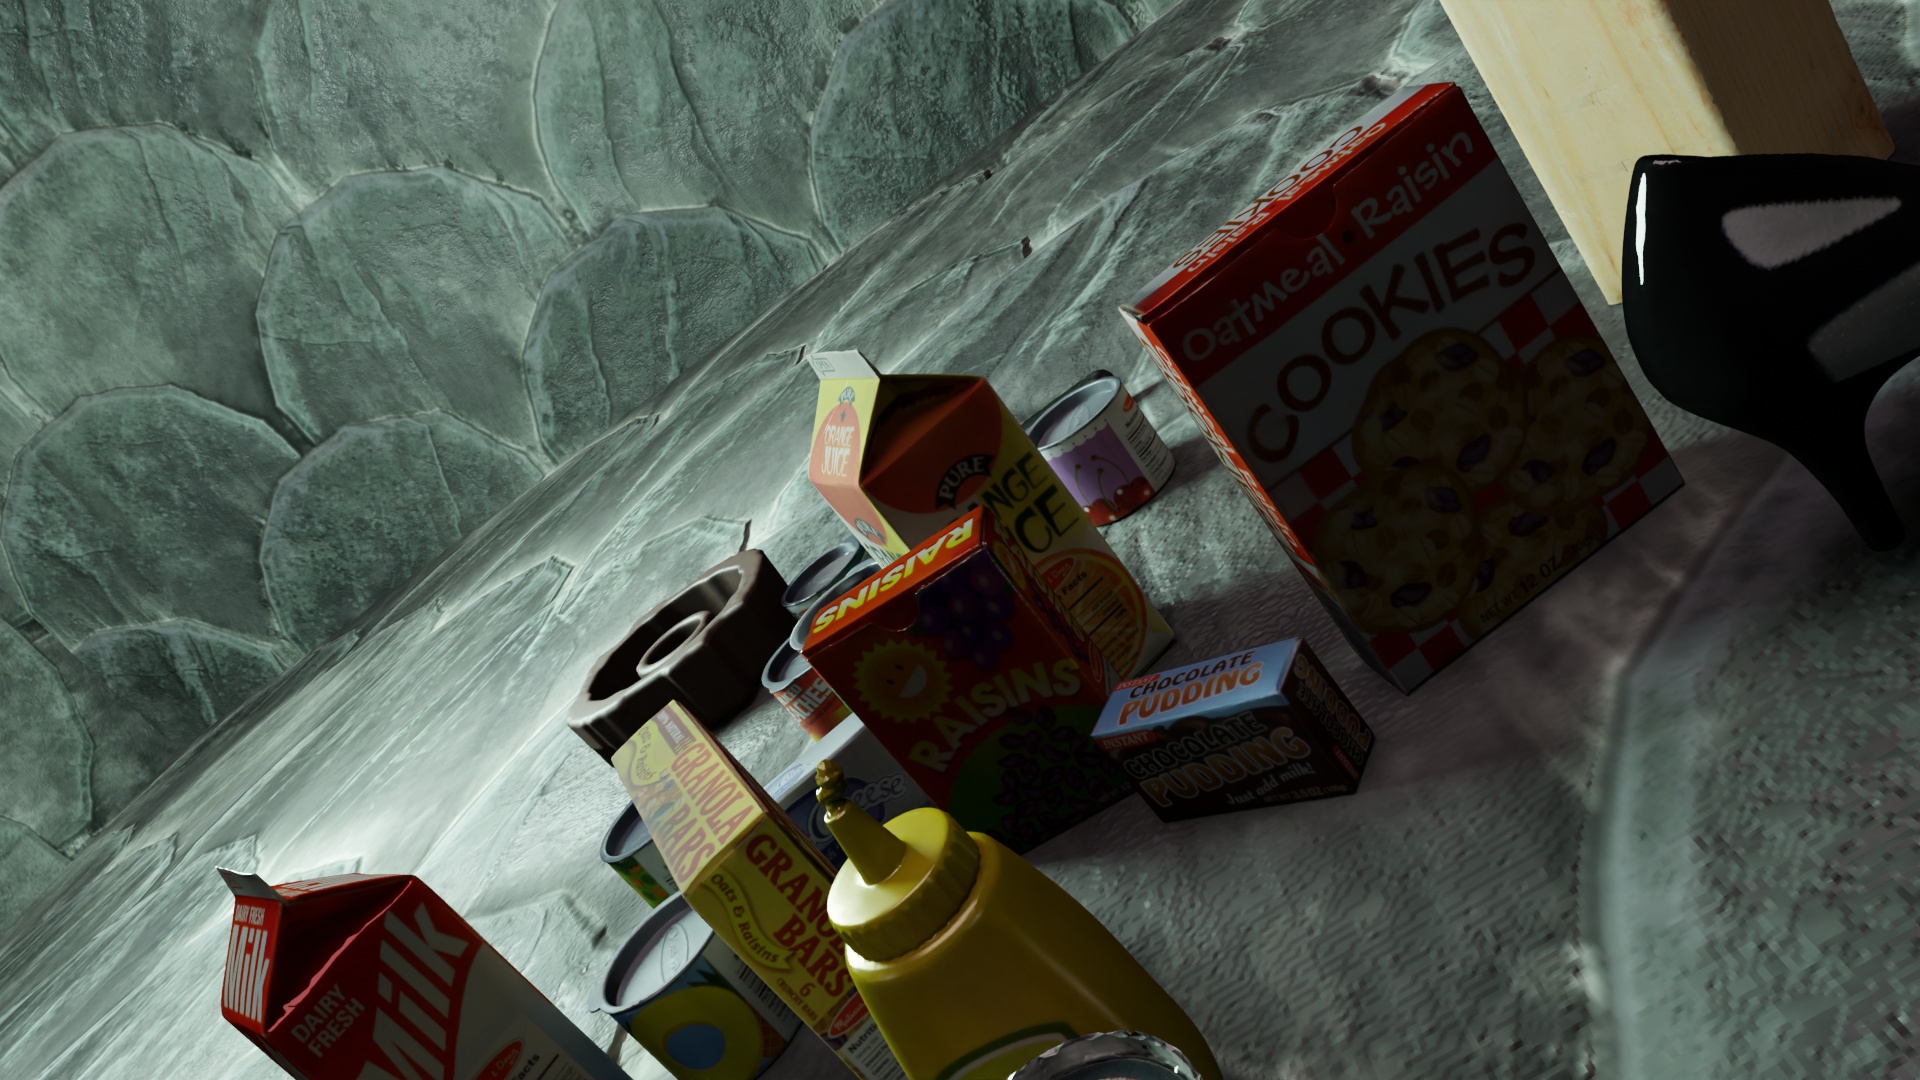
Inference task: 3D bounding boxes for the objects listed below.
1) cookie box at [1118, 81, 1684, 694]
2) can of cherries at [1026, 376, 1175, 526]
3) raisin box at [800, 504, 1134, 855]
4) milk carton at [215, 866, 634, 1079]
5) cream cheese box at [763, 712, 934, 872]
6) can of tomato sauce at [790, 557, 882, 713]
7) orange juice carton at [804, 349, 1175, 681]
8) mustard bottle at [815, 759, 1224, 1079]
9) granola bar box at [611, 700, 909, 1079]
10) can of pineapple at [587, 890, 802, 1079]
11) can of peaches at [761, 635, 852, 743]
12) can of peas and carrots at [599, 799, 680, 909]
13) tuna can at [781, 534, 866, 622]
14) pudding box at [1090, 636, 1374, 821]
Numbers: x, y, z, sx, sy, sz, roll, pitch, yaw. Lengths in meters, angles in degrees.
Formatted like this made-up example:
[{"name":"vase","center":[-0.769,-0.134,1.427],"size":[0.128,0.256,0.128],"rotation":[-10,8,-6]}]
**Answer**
[{"name":"cookie box","center":[0.151,-0.049,0.472],"size":[0.123,0.167,0.040],"rotation":[-38,18,2]},{"name":"can of cherries","center":[0.076,-0.048,0.779],"size":[0.071,0.058,0.072],"rotation":[-34,19,13]},{"name":"raisin box","center":[0.010,0.059,0.545],"size":[0.086,0.123,0.040],"rotation":[-32,19,17]},{"name":"milk carton","center":[-0.208,0.191,0.534],"size":[0.072,0.190,0.074],"rotation":[-15,29,50]},{"name":"cream cheese box","center":[-0.067,0.129,0.631],"size":[0.104,0.053,0.024],"rotation":[-40,18,-4]},{"name":"can of tomato sauce","center":[-0.032,0.059,0.686],"size":[0.071,0.083,0.071],"rotation":[-34,19,13]},{"name":"orange juice carton","center":[0.002,-0.008,0.608],"size":[0.073,0.192,0.072],"rotation":[-43,19,-13]},{"name":"mustard bottle","center":[0.010,0.117,0.354],"size":[0.065,0.160,0.049],"rotation":[-33,19,15]},{"name":"granola bar box","center":[-0.065,0.130,0.515],"size":[0.039,0.124,0.165],"rotation":[-42,19,-12]},{"name":"can of pineapple","center":[-0.105,0.184,0.568],"size":[0.071,0.057,0.071],"rotation":[-34,19,13]},{"name":"can of peaches","center":[-0.064,0.077,0.743],"size":[0.071,0.058,0.071],"rotation":[-34,19,13]},{"name":"can of peas and carrots","center":[-0.136,0.153,0.695],"size":[0.071,0.058,0.071],"rotation":[-34,19,13]},{"name":"tuna can","center":[-0.082,0.031,0.923],"size":[0.071,0.032,0.071],"rotation":[-34,19,13]},{"name":"pudding box","center":[0.094,0.067,0.488],"size":[0.083,0.049,0.030],"rotation":[-21,25,42]}]
